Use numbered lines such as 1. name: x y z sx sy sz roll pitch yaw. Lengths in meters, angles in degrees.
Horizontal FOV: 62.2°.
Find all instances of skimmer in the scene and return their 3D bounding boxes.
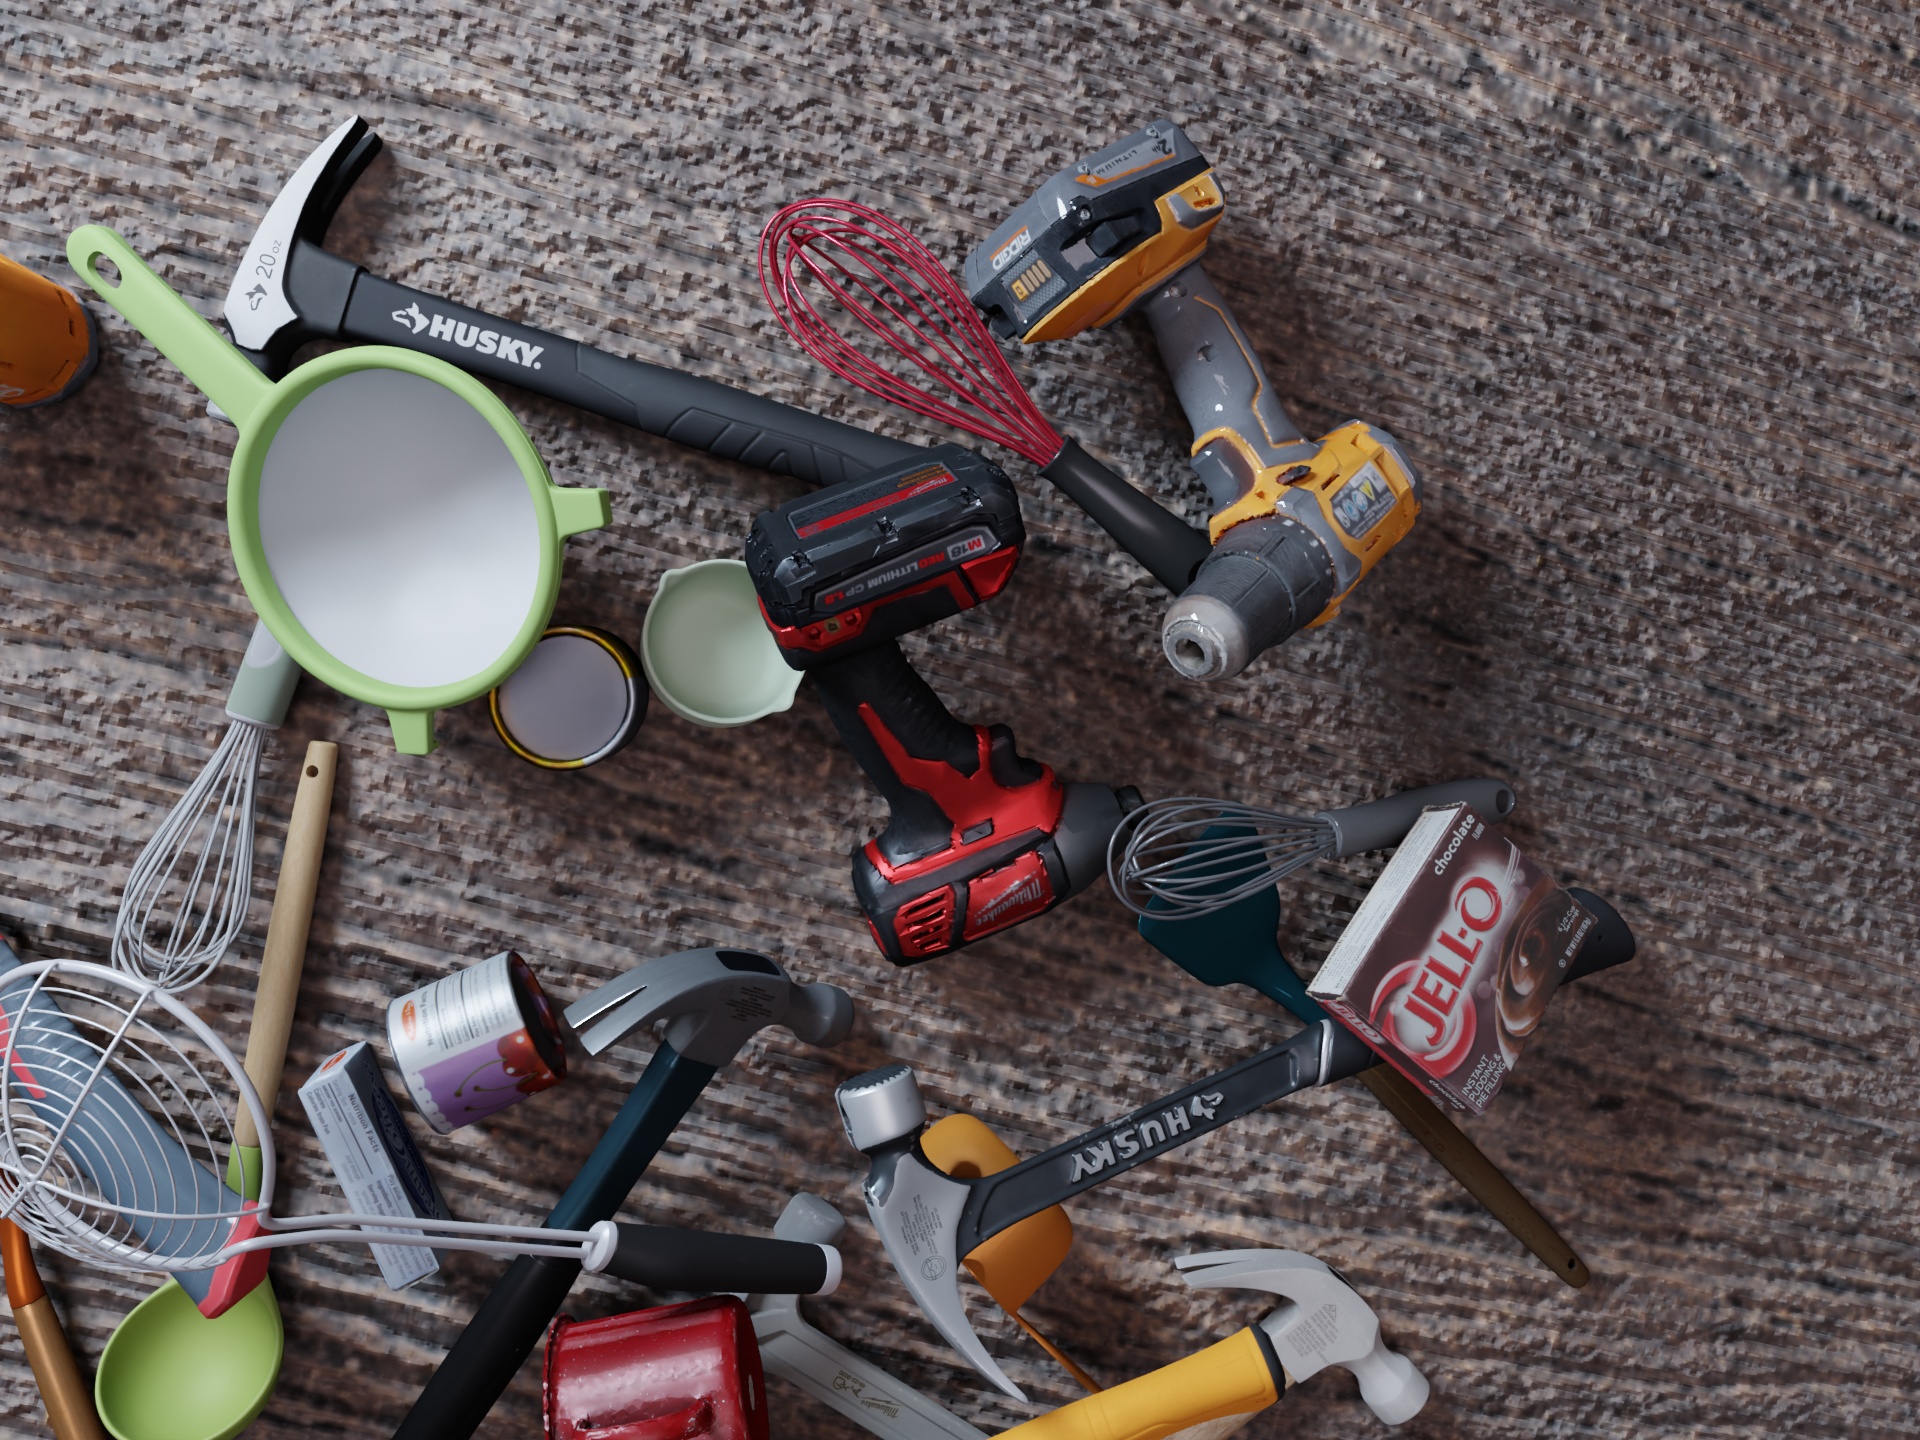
1. skimmer: -0.204 0.182 0.646 0.363 0.090 0.127 21 122 -37

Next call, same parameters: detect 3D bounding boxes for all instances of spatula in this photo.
1. spatula: -0.421 0.287 0.715 0.041 0.081 0.322 -23 101 -43
2. spatula: 0.210 0.176 0.785 0.317 0.044 0.082 45 73 -8

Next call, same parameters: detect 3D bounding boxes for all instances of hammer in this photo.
1. hammer: -0.018 0.335 0.688 0.337 0.034 0.127 -20 138 -4
2. hammer: -0.443 0.109 0.683 0.143 0.038 0.386 -41 87 -2
3. hammer: 0.069 0.388 0.783 0.331 0.031 0.130 -40 96 -3
4. hammer: 0.036 0.377 0.745 0.359 0.036 0.149 30 88 5
5. hammer: 0.151 0.166 0.732 0.409 0.036 0.149 -18 89 -21
6. hammer: -0.184 0.245 0.729 0.128 0.033 0.331 31 95 -44
7. hammer: -0.159 -0.158 0.722 0.334 0.035 0.146 17 90 -2

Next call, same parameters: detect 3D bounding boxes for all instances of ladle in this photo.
1. ladle: -0.322 0.167 0.718 0.078 0.062 0.320 10 88 3

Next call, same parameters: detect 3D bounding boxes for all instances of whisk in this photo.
1. whisk: 0.172 0.051 0.749 0.239 0.055 0.055 -8 93 -27
2. whisk: 0.029 -0.138 0.747 0.295 0.073 0.073 37 88 -13
3. whisk: -0.323 0.007 0.717 0.058 0.059 0.246 17 86 20

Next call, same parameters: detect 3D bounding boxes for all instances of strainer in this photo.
1. strainer: -0.266 -0.119 0.680 0.256 0.069 0.151 43 110 1

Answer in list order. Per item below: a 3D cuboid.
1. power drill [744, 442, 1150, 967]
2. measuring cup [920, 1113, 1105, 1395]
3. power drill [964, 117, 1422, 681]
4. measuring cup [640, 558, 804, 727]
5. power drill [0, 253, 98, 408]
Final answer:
1. power drill: -0.001 -0.002 0.713 0.143 0.079 0.219 -21 117 -6
2. measuring cup: 0.039 0.257 0.748 0.052 0.095 0.173 -44 99 -12
3. power drill: 0.100 -0.136 0.707 0.226 0.084 0.185 53 49 -6
4. measuring cup: -0.080 -0.063 0.752 0.083 0.038 0.167 47 70 -5
5. power drill: -0.491 -0.142 0.632 0.226 0.164 0.084 -17 95 -4
